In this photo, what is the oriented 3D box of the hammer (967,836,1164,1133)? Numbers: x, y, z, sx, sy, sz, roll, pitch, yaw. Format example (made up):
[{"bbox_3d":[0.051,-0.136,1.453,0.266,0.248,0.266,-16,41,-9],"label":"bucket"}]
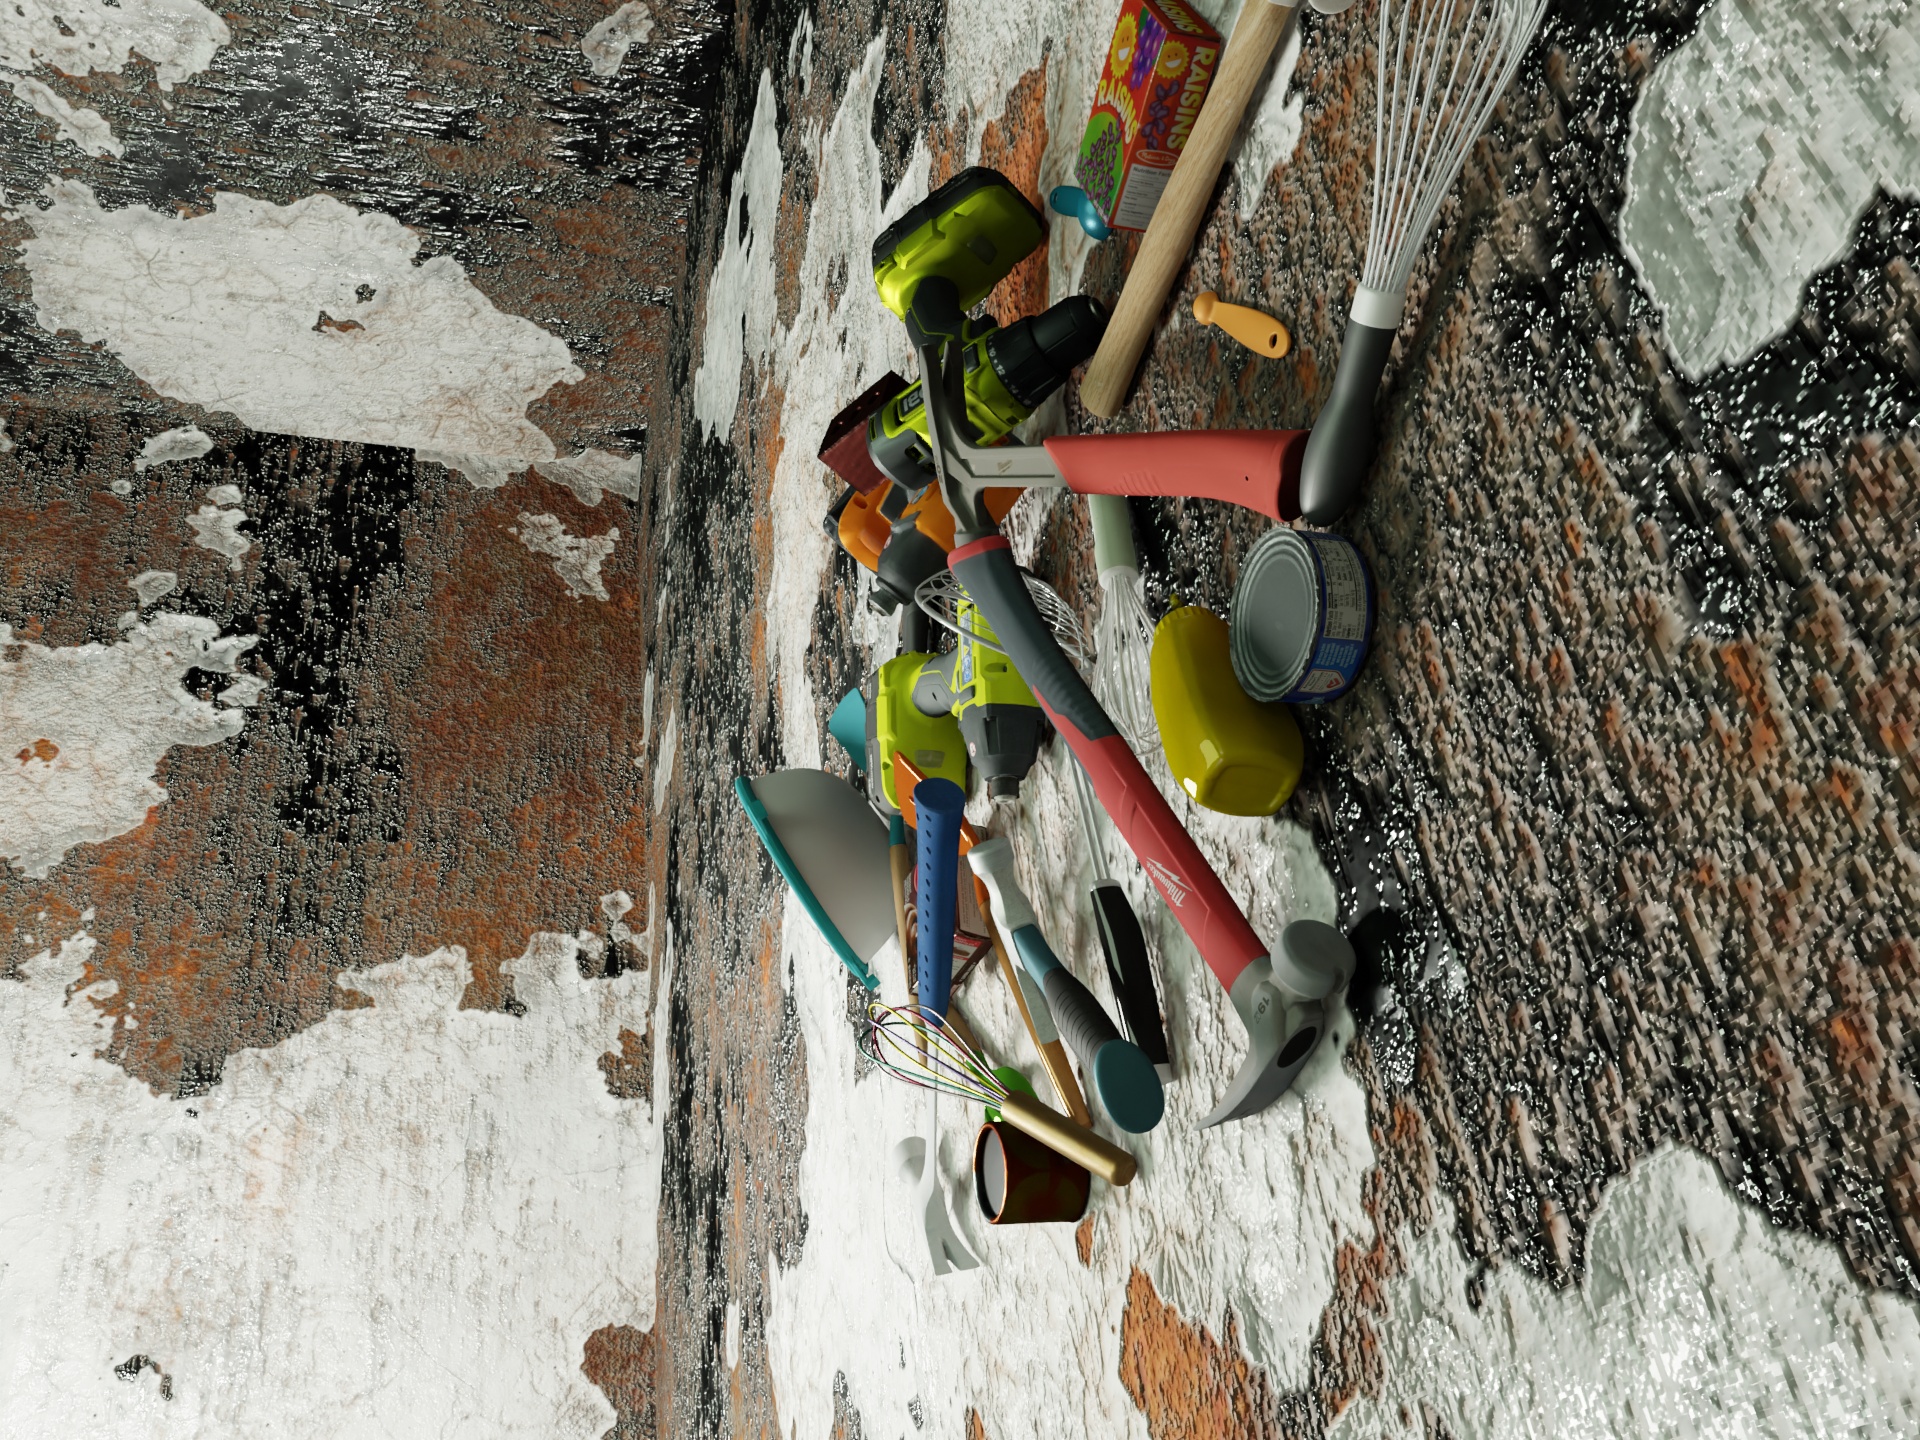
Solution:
[{"bbox_3d":[0.060,0.158,0.917,0.331,0.033,0.128,-139,28,-80],"label":"hammer"}]

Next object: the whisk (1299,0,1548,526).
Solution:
[{"bbox_3d":[0.195,-0.217,0.706,0.070,0.070,0.284,-114,28,-54],"label":"whisk"}]

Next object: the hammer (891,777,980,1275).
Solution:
[{"bbox_3d":[-0.017,0.227,1.157,0.144,0.035,0.405,-119,27,-56],"label":"hammer"}]

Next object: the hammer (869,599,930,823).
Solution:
[{"bbox_3d":[-0.042,-0.072,1.412,0.146,0.035,0.335,156,117,-69],"label":"hammer"}]

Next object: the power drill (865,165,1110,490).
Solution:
[{"bbox_3d":[0.014,-0.295,1.156,0.190,0.080,0.229,-30,46,27],"label":"power drill"}]

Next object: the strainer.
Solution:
[{"bbox_3d":[-0.118,0.108,1.490,0.211,0.095,0.340,58,178,-12],"label":"strainer"}]

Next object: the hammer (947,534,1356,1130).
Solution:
[{"bbox_3d":[0.080,0.038,0.891,0.387,0.038,0.143,59,144,38],"label":"hammer"}]

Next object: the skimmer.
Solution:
[{"bbox_3d":[0.057,0.057,1.000,0.090,0.127,0.364,-31,61,39],"label":"skimmer"}]

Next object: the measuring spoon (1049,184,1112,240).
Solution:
[{"bbox_3d":[0.079,-0.366,1.125,0.129,0.021,0.042,-129,46,-62],"label":"measuring spoon"}]

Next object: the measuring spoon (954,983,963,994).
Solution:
[{"bbox_3d":[0.012,0.178,1.243,0.124,0.018,0.034,122,153,-43],"label":"measuring spoon"}]

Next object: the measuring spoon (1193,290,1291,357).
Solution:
[{"bbox_3d":[0.154,-0.221,0.885,0.117,0.011,0.021,-122,40,-60],"label":"measuring spoon"}]

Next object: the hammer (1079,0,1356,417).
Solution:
[{"bbox_3d":[0.135,-0.317,0.932,0.331,0.031,0.130,113,153,-46],"label":"hammer"}]

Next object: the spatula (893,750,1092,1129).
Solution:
[{"bbox_3d":[0.019,0.152,1.119,0.081,0.041,0.323,86,164,-48],"label":"spatula"}]

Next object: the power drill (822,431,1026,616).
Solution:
[{"bbox_3d":[-0.036,-0.158,1.253,0.164,0.084,0.227,-52,20,-3],"label":"power drill"}]

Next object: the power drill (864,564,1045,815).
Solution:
[{"bbox_3d":[-0.002,-0.004,1.218,0.223,0.080,0.171,145,127,-63],"label":"power drill"}]

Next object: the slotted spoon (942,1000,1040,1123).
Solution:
[{"bbox_3d":[0.004,0.253,1.227,0.314,0.031,0.070,-139,52,-69],"label":"slotted spoon"}]

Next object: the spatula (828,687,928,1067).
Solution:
[{"bbox_3d":[-0.059,0.130,1.317,0.082,0.044,0.318,133,133,-56],"label":"spatula"}]

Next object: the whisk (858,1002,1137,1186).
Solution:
[{"bbox_3d":[0.017,0.238,1.029,0.245,0.051,0.047,20,111,45],"label":"whisk"}]

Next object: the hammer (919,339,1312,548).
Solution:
[{"bbox_3d":[0.081,-0.159,0.931,0.359,0.036,0.149,15,118,60],"label":"hammer"}]

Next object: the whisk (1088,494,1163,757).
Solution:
[{"bbox_3d":[0.098,-0.080,0.979,0.059,0.057,0.247,-21,51,22],"label":"whisk"}]
